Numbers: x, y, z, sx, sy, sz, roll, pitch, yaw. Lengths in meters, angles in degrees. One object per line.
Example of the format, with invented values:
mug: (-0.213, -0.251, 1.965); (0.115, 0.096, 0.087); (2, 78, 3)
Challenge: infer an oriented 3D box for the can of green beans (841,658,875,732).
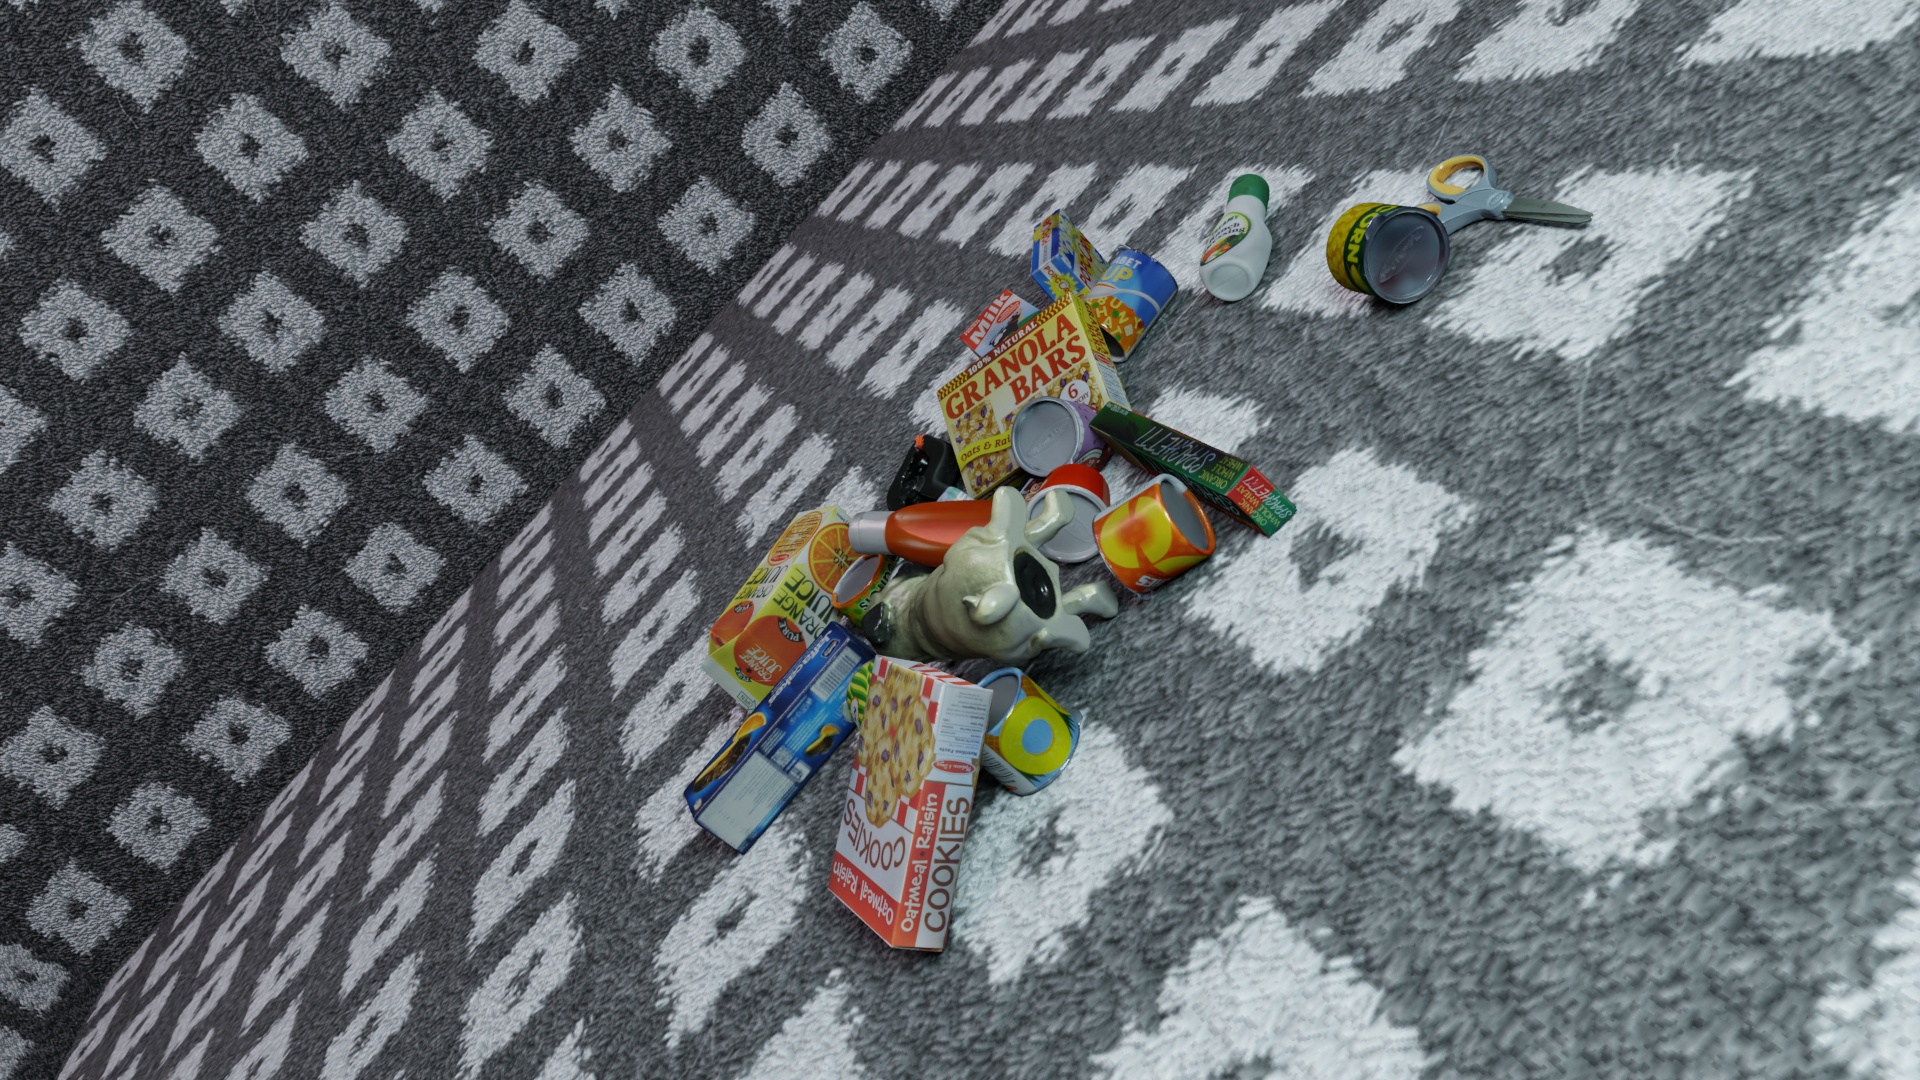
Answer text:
can of green beans: (-0.050, 0.129, 1.065); (0.071, 0.071, 0.058); (-47, 23, 1)

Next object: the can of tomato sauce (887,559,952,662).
can of tomato sauce: (-0.019, 0.054, 1.138); (0.071, 0.071, 0.083); (-45, 23, 5)

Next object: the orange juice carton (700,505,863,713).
orange juice carton: (-0.159, 0.063, 1.274); (0.073, 0.071, 0.193); (-9, 41, 53)

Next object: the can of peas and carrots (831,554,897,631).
can of peas and carrots: (-0.072, 0.051, 1.244); (0.070, 0.058, 0.071); (-39, 24, 21)

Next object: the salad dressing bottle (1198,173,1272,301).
salad dressing bottle: (0.246, -0.270, 1.223); (0.064, 0.044, 0.148); (-30, 28, 39)

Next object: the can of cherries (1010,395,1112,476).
can of cherries: (0.085, -0.081, 1.150); (0.071, 0.058, 0.071); (-2, 86, 35)

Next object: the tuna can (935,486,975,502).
tuna can: (0.004, -0.015, 1.202); (0.033, 0.071, 0.071); (-51, 22, -10)

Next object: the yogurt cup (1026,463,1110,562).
yogurt cup: (0.087, -0.024, 1.080); (0.072, 0.072, 0.054); (-35, 17, 28)

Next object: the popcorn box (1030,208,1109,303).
popcorn box: (0.113, -0.276, 1.419); (0.038, 0.085, 0.127); (-35, 25, 25)

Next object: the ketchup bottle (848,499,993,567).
ketchup bottle: (-0.021, -0.006, 1.130); (0.149, 0.043, 0.065); (1, 40, 31)

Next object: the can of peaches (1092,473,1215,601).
can of peaches: (0.135, -0.003, 0.957); (0.058, 0.071, 0.071); (-34, 26, 28)

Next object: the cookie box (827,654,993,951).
cookie box: (-0.034, 0.168, 0.913); (0.123, 0.040, 0.167); (9, 87, 66)

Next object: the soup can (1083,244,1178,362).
soup can: (0.148, -0.217, 1.277); (0.084, 0.071, 0.071); (-53, 23, -13)

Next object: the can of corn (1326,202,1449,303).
can of corn: (0.300, -0.207, 0.987); (0.071, 0.071, 0.058); (-46, 21, 3)

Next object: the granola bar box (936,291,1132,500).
granola bar box: (0.063, -0.123, 1.241); (0.165, 0.039, 0.124); (-34, 59, 30)

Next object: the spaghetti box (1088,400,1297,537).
spaghetti box: (0.162, -0.057, 1.015); (0.028, 0.050, 0.250); (-49, 22, 1)

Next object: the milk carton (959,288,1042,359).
milk carton: (0.058, -0.198, 1.403); (0.072, 0.073, 0.191); (-46, 22, 4)

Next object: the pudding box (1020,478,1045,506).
pudding box: (0.056, -0.011, 1.155); (0.084, 0.030, 0.049); (-52, 23, -13)

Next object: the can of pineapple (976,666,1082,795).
can of pineapple: (0.037, 0.125, 0.926); (0.071, 0.058, 0.071); (-39, 23, 20)
